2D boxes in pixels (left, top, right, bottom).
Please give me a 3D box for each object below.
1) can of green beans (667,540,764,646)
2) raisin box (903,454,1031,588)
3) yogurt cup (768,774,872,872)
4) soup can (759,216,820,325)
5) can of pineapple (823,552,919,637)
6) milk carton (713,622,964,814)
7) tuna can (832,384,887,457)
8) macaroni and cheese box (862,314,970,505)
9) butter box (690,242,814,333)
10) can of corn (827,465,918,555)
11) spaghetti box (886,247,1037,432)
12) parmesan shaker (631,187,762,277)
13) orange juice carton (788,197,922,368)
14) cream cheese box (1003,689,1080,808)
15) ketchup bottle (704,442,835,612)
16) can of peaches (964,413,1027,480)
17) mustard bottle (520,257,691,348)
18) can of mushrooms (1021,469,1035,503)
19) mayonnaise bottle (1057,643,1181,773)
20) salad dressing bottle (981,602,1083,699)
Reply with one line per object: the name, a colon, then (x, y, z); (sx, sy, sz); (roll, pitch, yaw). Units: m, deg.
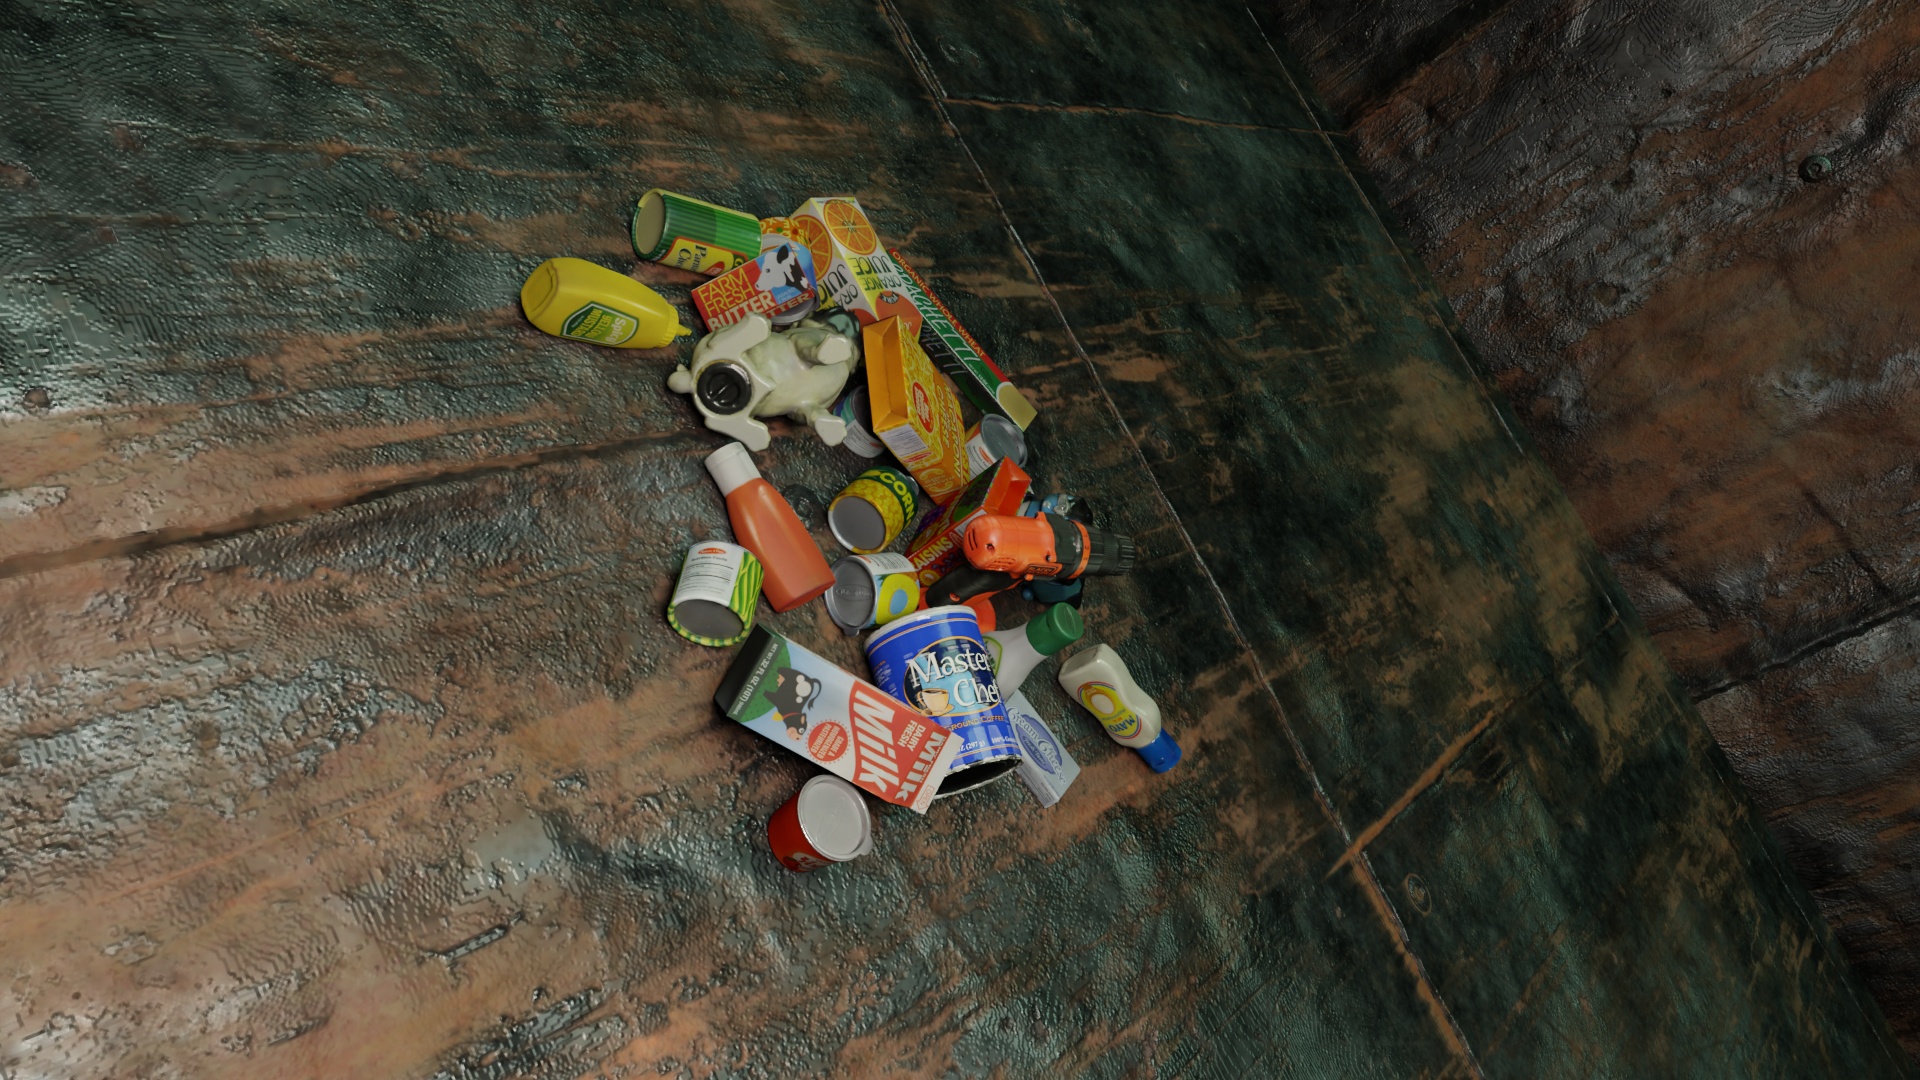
can of green beans: (-0.194, 0.043, 1.103); (0.071, 0.071, 0.058); (34, 43, -26)
raisin box: (0.005, -0.017, 1.318); (0.040, 0.123, 0.086); (43, 39, -16)
yogurt cup: (-0.111, 0.221, 1.068); (0.072, 0.053, 0.073); (28, 45, -31)
soup can: (-0.177, -0.264, 1.354); (0.071, 0.071, 0.084); (14, 52, -41)
can of pineapple: (-0.079, 0.046, 1.229); (0.058, 0.070, 0.071); (-4, 66, -49)
milk carton: (-0.091, 0.144, 1.093); (0.190, 0.073, 0.072); (31, 85, -17)
tuna can: (-0.091, -0.119, 1.366); (0.071, 0.032, 0.071); (28, 45, -32)
macaroni and cheese box: (-0.040, -0.123, 1.359); (0.166, 0.040, 0.124); (49, 30, -57)
butter box: (-0.193, -0.230, 1.290); (0.053, 0.103, 0.024); (63, 0, 10)
can of corn: (-0.079, -0.029, 1.279); (0.071, 0.071, 0.058); (51, 38, -6)
spaghetti box: (-0.012, -0.215, 1.530); (0.250, 0.028, 0.050); (48, 37, -9)
parmesan shaker: (-0.248, -0.283, 1.296); (0.103, 0.071, 0.071); (6, 59, -42)
orange juice carton: (-0.107, -0.251, 1.416); (0.072, 0.072, 0.193); (-19, 78, -53)
cream cheese box: (0.066, 0.195, 1.305); (0.104, 0.024, 0.053); (52, 37, -4)
ketchup bottle: (-0.168, -0.014, 1.194); (0.065, 0.043, 0.149); (-23, 81, -53)
can of peaches: (0.028, -0.090, 1.454); (0.071, 0.058, 0.071); (28, 44, -31)
mustard bottle: (-0.290, -0.194, 1.183); (0.160, 0.065, 0.049); (9, 52, -48)
can of mushrooms: (0.039, -0.045, 1.425); (0.071, 0.070, 0.033); (-8, 69, -50)
mayonnaise bottle: (0.166, 0.172, 1.403); (0.148, 0.064, 0.041); (49, 36, -14)
salad dressing bottle: (0.047, 0.102, 1.253); (0.044, 0.147, 0.064); (15, 52, -41)
